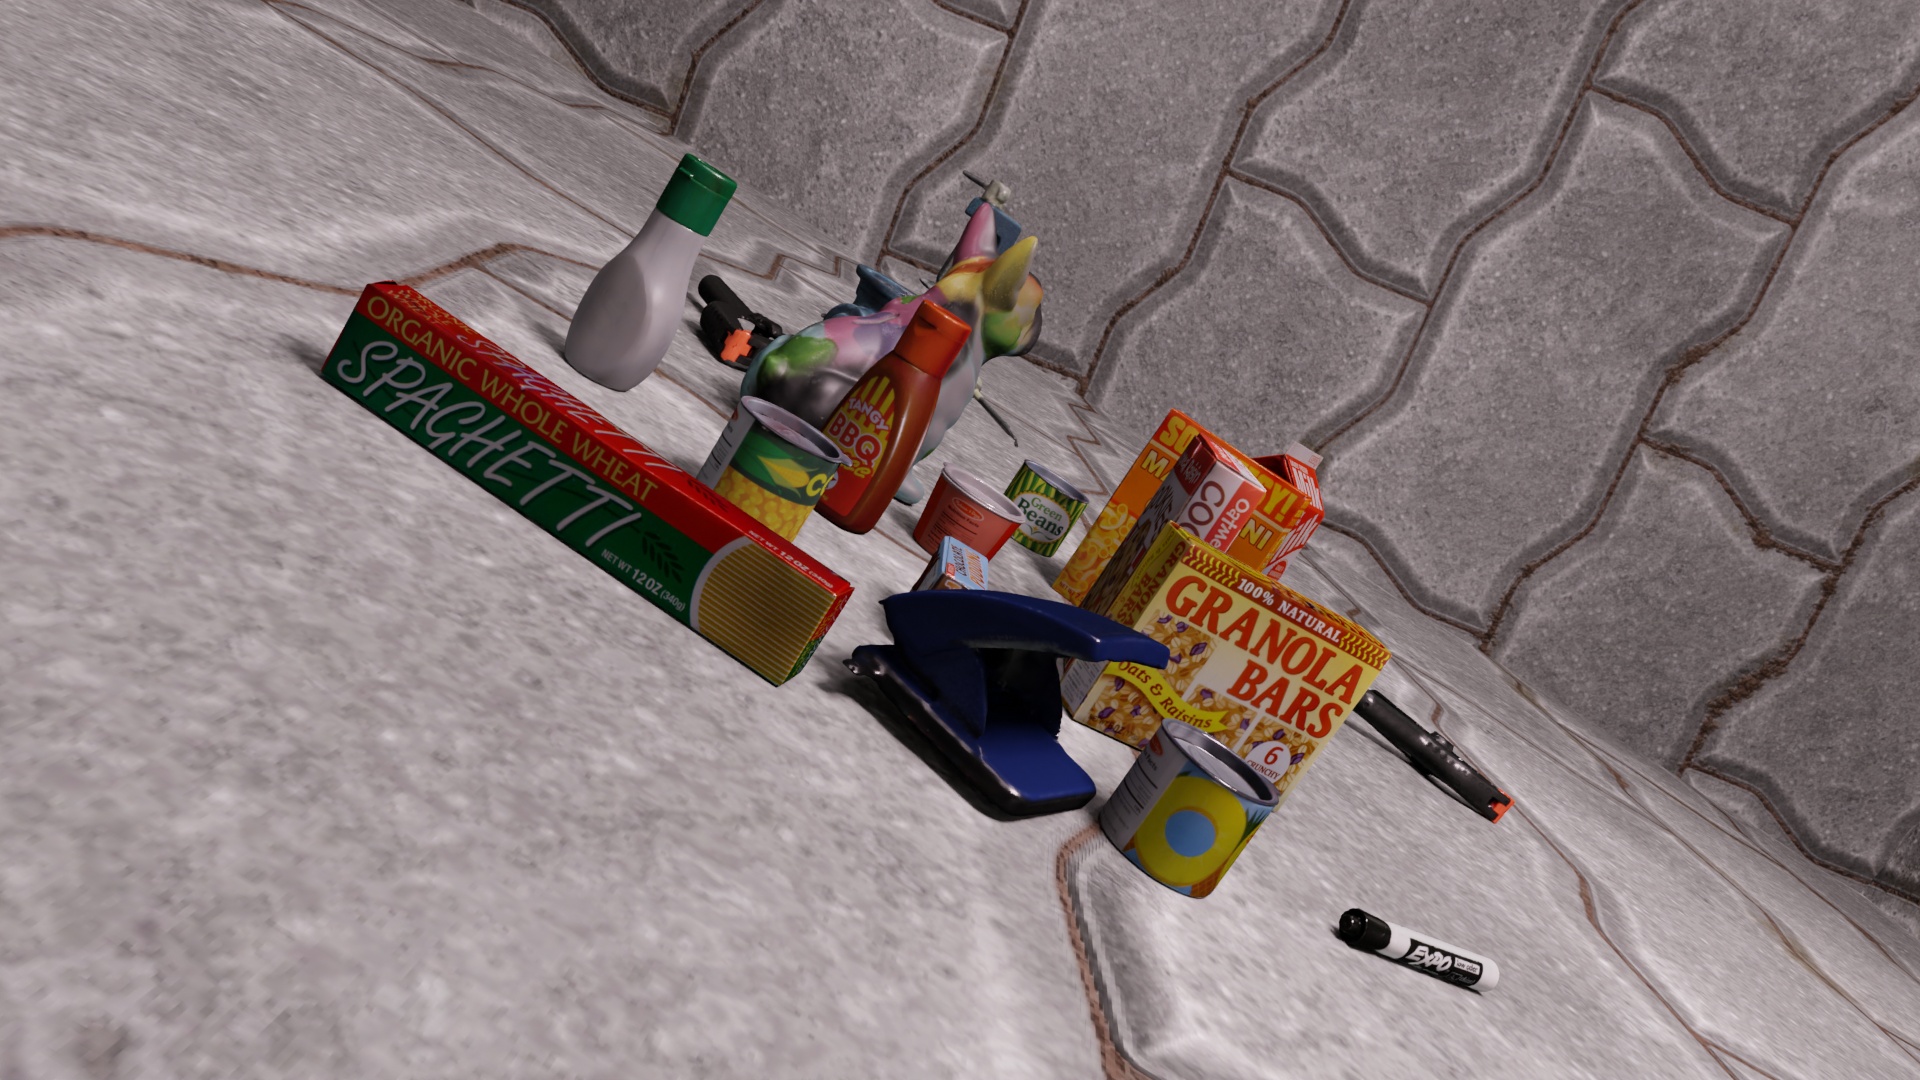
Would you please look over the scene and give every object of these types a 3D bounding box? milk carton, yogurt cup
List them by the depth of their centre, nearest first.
[{"bbox_3d":[0.003,-0.012,0.964,0.072,0.054,0.072,31,12,-7],"label":"yogurt cup"},{"bbox_3d":[0.262,-0.004,1.266,0.073,0.190,0.072,40,14,33],"label":"milk carton"}]

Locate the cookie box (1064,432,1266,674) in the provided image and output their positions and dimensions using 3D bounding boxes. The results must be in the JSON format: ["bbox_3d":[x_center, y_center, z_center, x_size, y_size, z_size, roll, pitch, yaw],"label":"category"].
[{"bbox_3d":[0.125,0.016,0.890,0.040,0.167,0.123,32,11,-3],"label":"cookie box"}]

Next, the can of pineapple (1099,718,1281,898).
[{"bbox_3d":[0.110,0.129,0.666,0.071,0.057,0.071,31,12,-7],"label":"can of pineapple"}]

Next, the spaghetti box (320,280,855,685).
[{"bbox_3d":[-0.164,-0.027,0.604,0.250,0.050,0.029,34,11,4],"label":"spaghetti box"}]

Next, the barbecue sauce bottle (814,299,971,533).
[{"bbox_3d":[-0.046,-0.081,0.881,0.065,0.148,0.044,39,13,27],"label":"barbecue sauce bottle"}]

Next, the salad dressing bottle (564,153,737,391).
[{"bbox_3d":[-0.189,-0.164,0.854,0.064,0.147,0.044,38,12,25],"label":"salad dressing bottle"}]

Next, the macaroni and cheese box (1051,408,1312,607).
[{"bbox_3d":[0.166,0.002,1.053,0.124,0.166,0.040,36,12,17],"label":"macaroni and cheese box"}]

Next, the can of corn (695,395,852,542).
[{"bbox_3d":[-0.105,-0.037,0.775,0.071,0.058,0.071,31,12,-7],"label":"can of corn"}]

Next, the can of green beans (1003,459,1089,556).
[{"bbox_3d":[0.066,-0.027,1.177,0.071,0.057,0.071,31,12,-7],"label":"can of green beans"}]

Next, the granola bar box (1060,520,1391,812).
[{"bbox_3d":[0.157,0.078,0.828,0.165,0.124,0.039,27,13,-25],"label":"granola bar box"}]

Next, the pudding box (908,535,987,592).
[{"bbox_3d":[-0.009,0.032,0.764,0.030,0.049,0.084,32,12,-6],"label":"pudding box"}]
